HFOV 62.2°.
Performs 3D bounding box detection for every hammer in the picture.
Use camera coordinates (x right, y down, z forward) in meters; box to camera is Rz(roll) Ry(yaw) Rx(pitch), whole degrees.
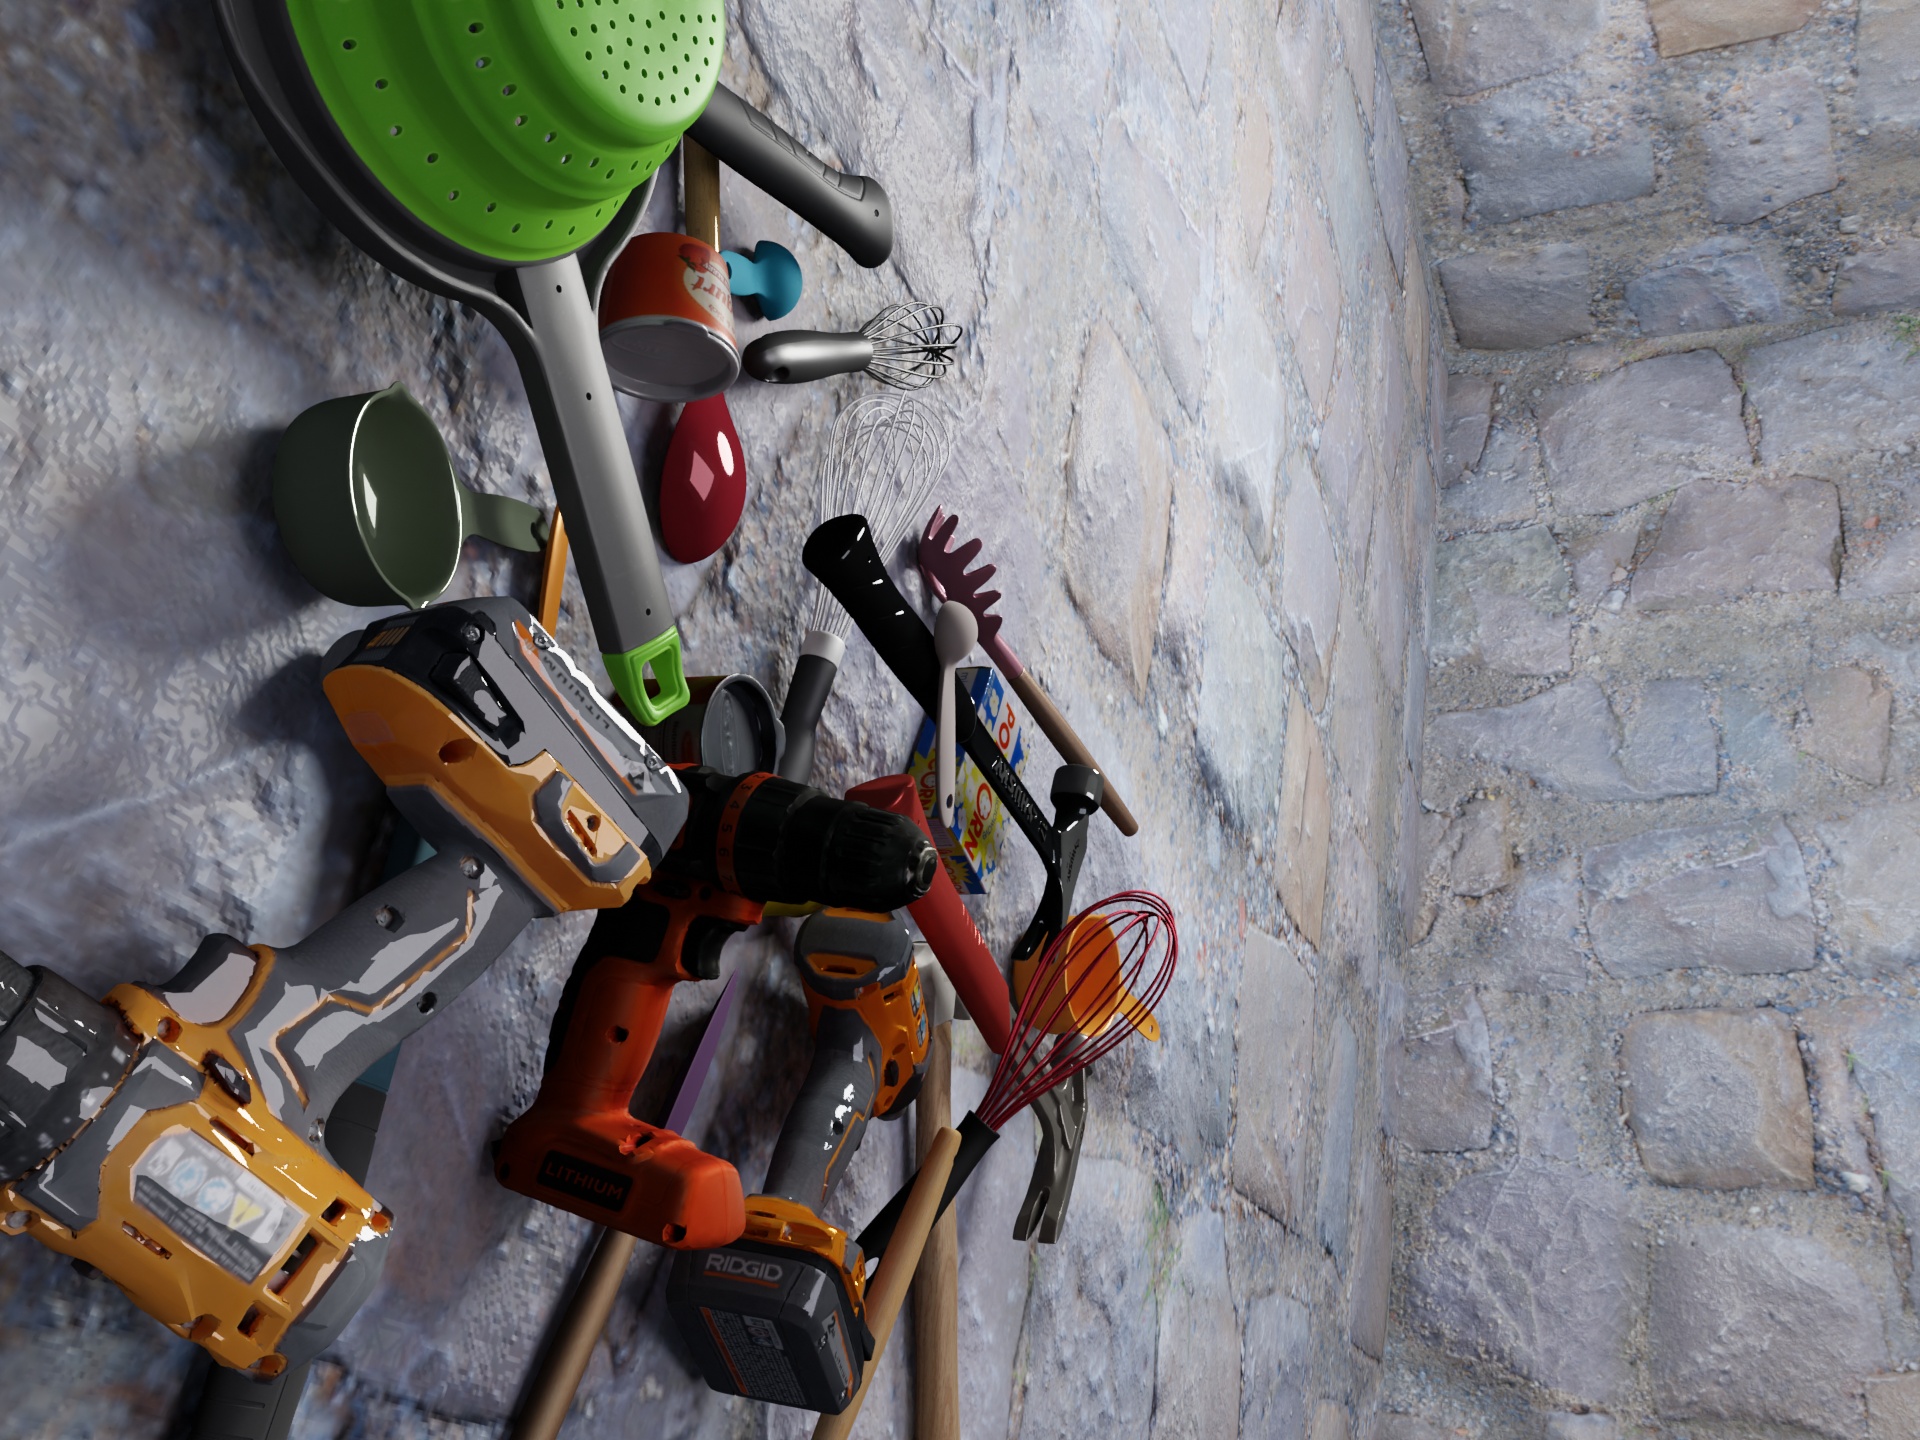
[{"bbox_3d":[0.010,0.169,0.969,0.358,0.037,0.149,64,33,-40],"label":"hammer"},{"bbox_3d":[-0.220,0.141,0.559,0.128,0.033,0.331,47,47,-53],"label":"hammer"},{"bbox_3d":[0.004,0.012,0.940,0.408,0.036,0.149,54,43,-54],"label":"hammer"},{"bbox_3d":[-0.015,0.302,0.990,0.130,0.031,0.331,0,89,-65],"label":"hammer"},{"bbox_3d":[-0.133,-0.286,0.729,0.334,0.035,0.146,18,72,-57],"label":"hammer"}]

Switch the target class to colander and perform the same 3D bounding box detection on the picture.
[{"bbox_3d":[-0.136,-0.183,0.597,0.204,0.094,0.396,-40,125,-52],"label":"colander"}]

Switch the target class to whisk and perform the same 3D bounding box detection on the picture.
[{"bbox_3d":[-0.066,-0.065,0.878,0.070,0.070,0.285,51,49,-53],"label":"whisk"},{"bbox_3d":[-0.057,-0.209,0.900,0.239,0.055,0.055,-33,118,-63],"label":"whisk"},{"bbox_3d":[0.027,0.218,0.920,0.296,0.073,0.073,-50,143,-9],"label":"whisk"}]

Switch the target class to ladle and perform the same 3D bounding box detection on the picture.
[{"bbox_3d":[-0.128,-0.236,0.789,0.069,0.031,0.315,9,79,-70],"label":"ladle"}]

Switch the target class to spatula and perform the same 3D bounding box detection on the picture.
[{"bbox_3d":[-0.157,0.245,0.694,0.059,0.018,0.316,112,-1,-54],"label":"spatula"}]

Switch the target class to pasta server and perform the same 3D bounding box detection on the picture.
[{"bbox_3d":[0.055,-0.021,1.091,0.040,0.060,0.315,-42,127,-5],"label":"pasta server"}]

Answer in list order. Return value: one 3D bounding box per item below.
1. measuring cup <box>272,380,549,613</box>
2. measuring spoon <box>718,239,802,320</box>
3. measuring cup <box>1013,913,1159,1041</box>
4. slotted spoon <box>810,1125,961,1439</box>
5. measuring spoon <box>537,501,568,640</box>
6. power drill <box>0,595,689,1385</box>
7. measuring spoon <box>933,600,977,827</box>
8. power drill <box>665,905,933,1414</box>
[{"bbox_3d":[-0.206,-0.078,0.611,0.167,0.038,0.083,-7,92,-82],"label":"measuring cup"},{"bbox_3d":[-0.100,-0.226,0.807,0.129,0.021,0.042,-65,150,-76],"label":"measuring spoon"},{"bbox_3d":[0.095,0.206,1.190,0.173,0.052,0.095,46,49,-48],"label":"measuring cup"},{"bbox_3d":[-0.064,0.358,0.815,0.070,0.031,0.314,98,15,-67],"label":"slotted spoon"},{"bbox_3d":[-0.174,-0.042,0.684,0.021,0.011,0.117,77,17,-79],"label":"measuring spoon"},{"bbox_3d":[-0.208,0.058,0.491,0.185,0.084,0.226,53,54,-29],"label":"power drill"},{"bbox_3d":[-0.001,-0.003,0.864,0.034,0.018,0.124,-5,97,-65],"label":"measuring spoon"},{"bbox_3d":[-0.067,0.226,0.819,0.164,0.084,0.227,81,19,-45],"label":"power drill"}]
